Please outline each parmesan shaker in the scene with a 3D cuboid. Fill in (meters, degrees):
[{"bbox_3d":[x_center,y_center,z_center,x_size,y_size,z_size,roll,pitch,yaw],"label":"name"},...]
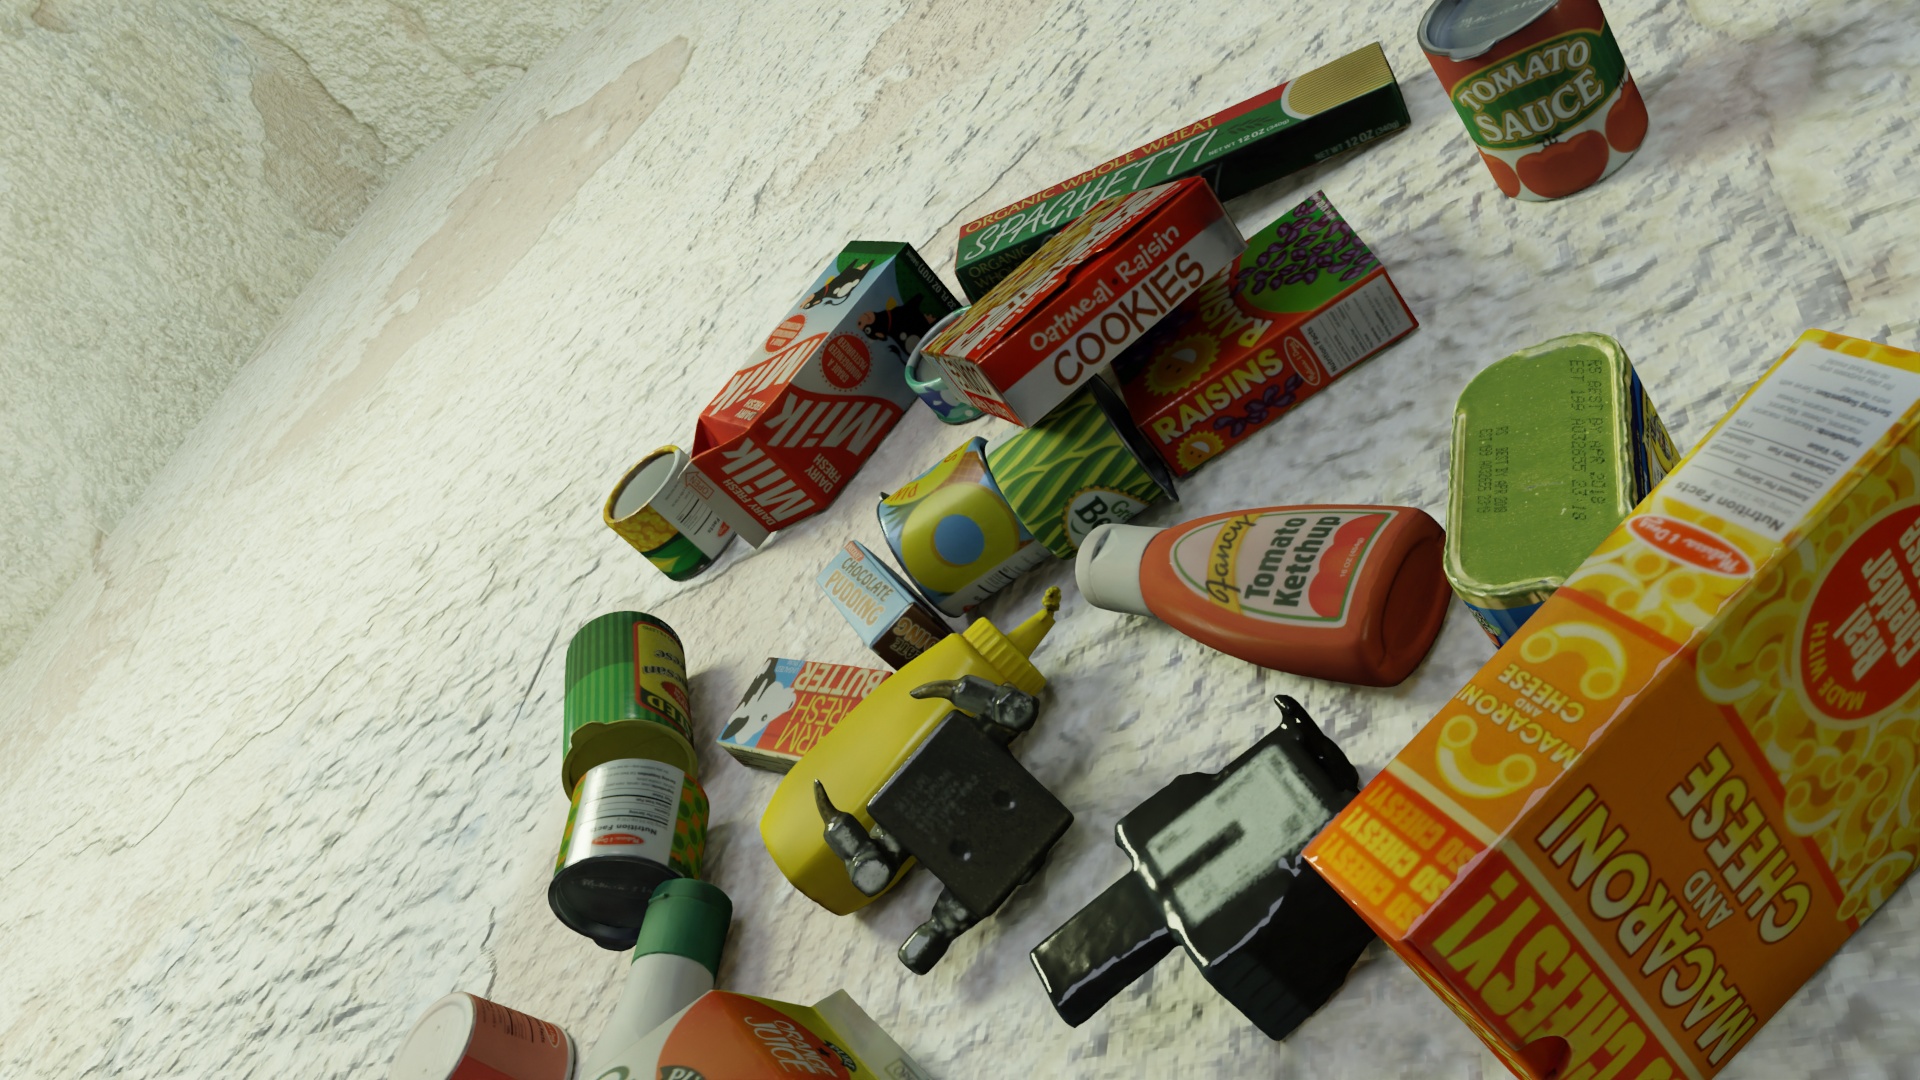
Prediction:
[{"bbox_3d":[-0.176,0.089,0.731,0.071,0.071,0.103,-39,32,9],"label":"parmesan shaker"}]

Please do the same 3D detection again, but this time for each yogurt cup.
[{"bbox_3d":[-0.215,0.238,0.618,0.072,0.054,0.073,-28,35,23],"label":"yogurt cup"}]

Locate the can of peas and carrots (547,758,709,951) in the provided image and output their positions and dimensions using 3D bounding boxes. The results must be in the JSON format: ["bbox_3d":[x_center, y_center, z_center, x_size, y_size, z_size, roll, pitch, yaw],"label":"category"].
[{"bbox_3d":[-0.152,0.146,0.646,0.071,0.071,0.059,-31,34,21],"label":"can of peas and carrots"}]

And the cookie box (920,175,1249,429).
[{"bbox_3d":[0.049,-0.112,0.649,0.123,0.040,0.167,-40,14,-1],"label":"cookie box"}]

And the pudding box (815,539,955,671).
[{"bbox_3d":[-0.031,0.036,0.649,0.030,0.049,0.084,-47,32,-1],"label":"pudding box"}]

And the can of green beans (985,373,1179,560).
[{"bbox_3d":[0.053,-0.033,0.620,0.057,0.071,0.071,-35,33,16],"label":"can of green beans"}]

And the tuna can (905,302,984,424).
[{"bbox_3d":[0.004,-0.100,0.784,0.071,0.032,0.071,-30,34,23],"label":"tuna can"}]

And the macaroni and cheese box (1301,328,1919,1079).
[{"bbox_3d":[0.176,0.053,0.325,0.166,0.123,0.040,-46,30,-2],"label":"macaroni and cheese box"}]

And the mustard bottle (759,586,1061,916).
[{"bbox_3d":[-0.011,0.081,0.576,0.160,0.048,0.065,-45,33,-2],"label":"mustard bottle"}]

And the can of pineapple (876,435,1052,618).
[{"bbox_3d":[0.002,-0.008,0.644,0.058,0.071,0.071,-35,33,14],"label":"can of pineapple"}]

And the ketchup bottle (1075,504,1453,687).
[{"bbox_3d":[0.107,0.016,0.524,0.148,0.043,0.065,5,56,51],"label":"ketchup bottle"}]

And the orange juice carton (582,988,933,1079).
[{"bbox_3d":[-0.100,0.221,0.454,0.193,0.072,0.072,-31,29,-24],"label":"orange juice carton"}]

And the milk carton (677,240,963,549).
[{"bbox_3d":[-0.085,-0.088,0.833,0.191,0.072,0.073,-53,33,-13],"label":"milk carton"}]

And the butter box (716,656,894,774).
[{"bbox_3d":[-0.068,0.085,0.658,0.103,0.024,0.053,-1,52,48],"label":"butter box"}]

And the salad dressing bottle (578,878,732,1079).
[{"bbox_3d":[-0.124,0.209,0.560,0.064,0.044,0.148,-28,34,29],"label":"salad dressing bottle"}]

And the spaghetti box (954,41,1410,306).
[{"bbox_3d":[0.111,-0.192,0.744,0.249,0.028,0.050,-19,38,21],"label":"spaghetti box"}]

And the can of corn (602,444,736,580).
[{"bbox_3d":[-0.183,-0.017,0.873,0.071,0.058,0.071,-29,35,23],"label":"can of corn"}]

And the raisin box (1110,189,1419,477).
[{"bbox_3d":[0.131,-0.094,0.628,0.123,0.040,0.086,-33,34,15],"label":"raisin box"}]

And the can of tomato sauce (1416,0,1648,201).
[{"bbox_3d":[0.239,-0.193,0.579,0.071,0.083,0.071,-29,35,23],"label":"can of tomato sauce"}]
